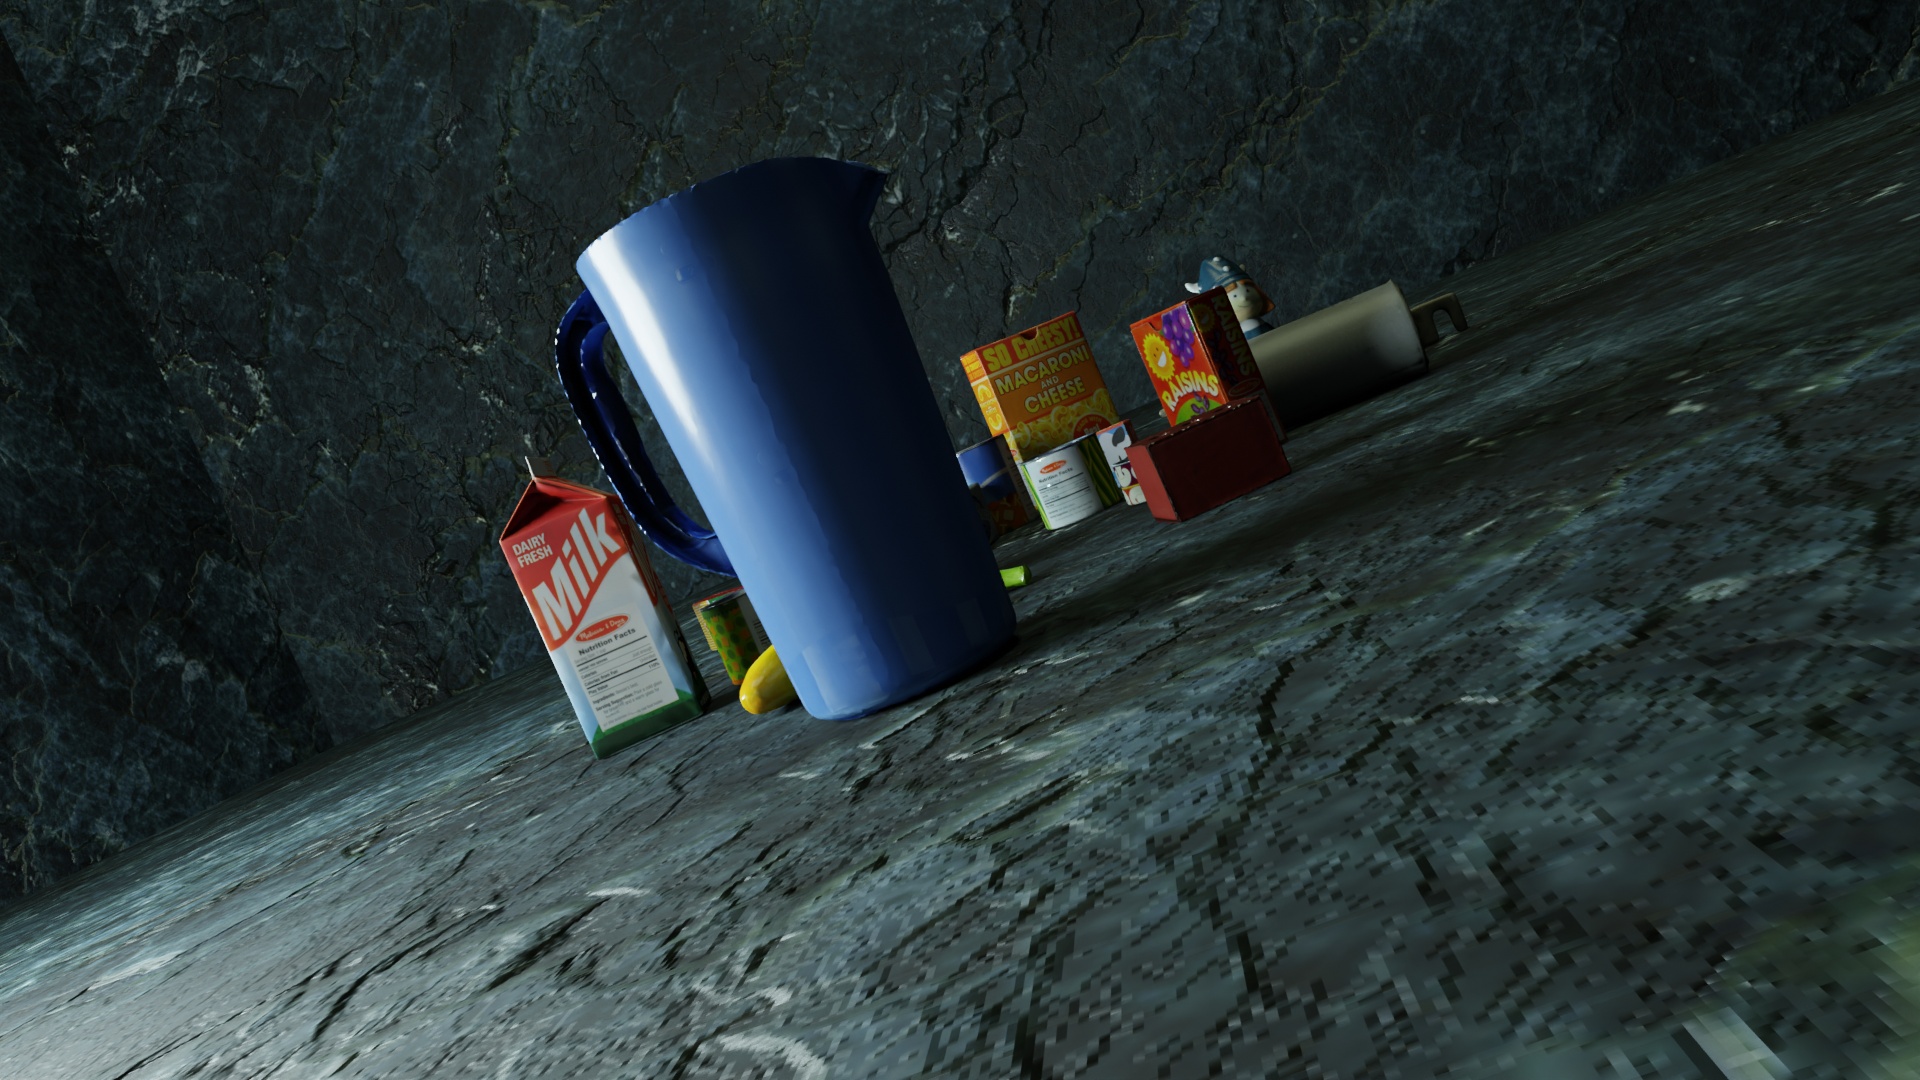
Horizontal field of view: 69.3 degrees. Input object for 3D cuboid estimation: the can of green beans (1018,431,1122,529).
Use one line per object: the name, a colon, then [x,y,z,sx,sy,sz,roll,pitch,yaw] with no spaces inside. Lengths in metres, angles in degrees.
can of green beans: [0.088,-0.047,1.100,0.071,0.058,0.071,-23,4,2]

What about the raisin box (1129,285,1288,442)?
raisin box: [0.182,-0.117,1.030,0.040,0.123,0.086,-25,4,-21]

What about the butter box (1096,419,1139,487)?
butter box: [0.110,-0.063,1.218,0.103,0.053,0.024,-22,4,22]

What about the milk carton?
milk carton: [-0.232,0.034,0.887,0.073,0.190,0.072,-24,4,-5]

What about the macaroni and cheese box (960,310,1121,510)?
macaroni and cheese box: [0.089,-0.127,1.363,0.124,0.166,0.040,-25,4,-26]

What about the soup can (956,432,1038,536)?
soup can: [0.023,-0.046,1.264,0.071,0.083,0.071,-23,4,2]

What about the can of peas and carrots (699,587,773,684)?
can of peas and carrots: [-0.139,0.061,0.960,0.071,0.058,0.071,-23,4,2]

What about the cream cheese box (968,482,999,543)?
cream cheese box: [0.004,-0.015,1.178,0.024,0.053,0.104,-22,4,16]

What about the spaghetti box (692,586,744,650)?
spaghetti box: [-0.176,0.062,1.210,0.029,0.050,0.249,-25,5,-29]

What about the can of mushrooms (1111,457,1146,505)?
can of mushrooms: [0.147,-0.053,1.020,0.071,0.033,0.071,-23,4,2]
